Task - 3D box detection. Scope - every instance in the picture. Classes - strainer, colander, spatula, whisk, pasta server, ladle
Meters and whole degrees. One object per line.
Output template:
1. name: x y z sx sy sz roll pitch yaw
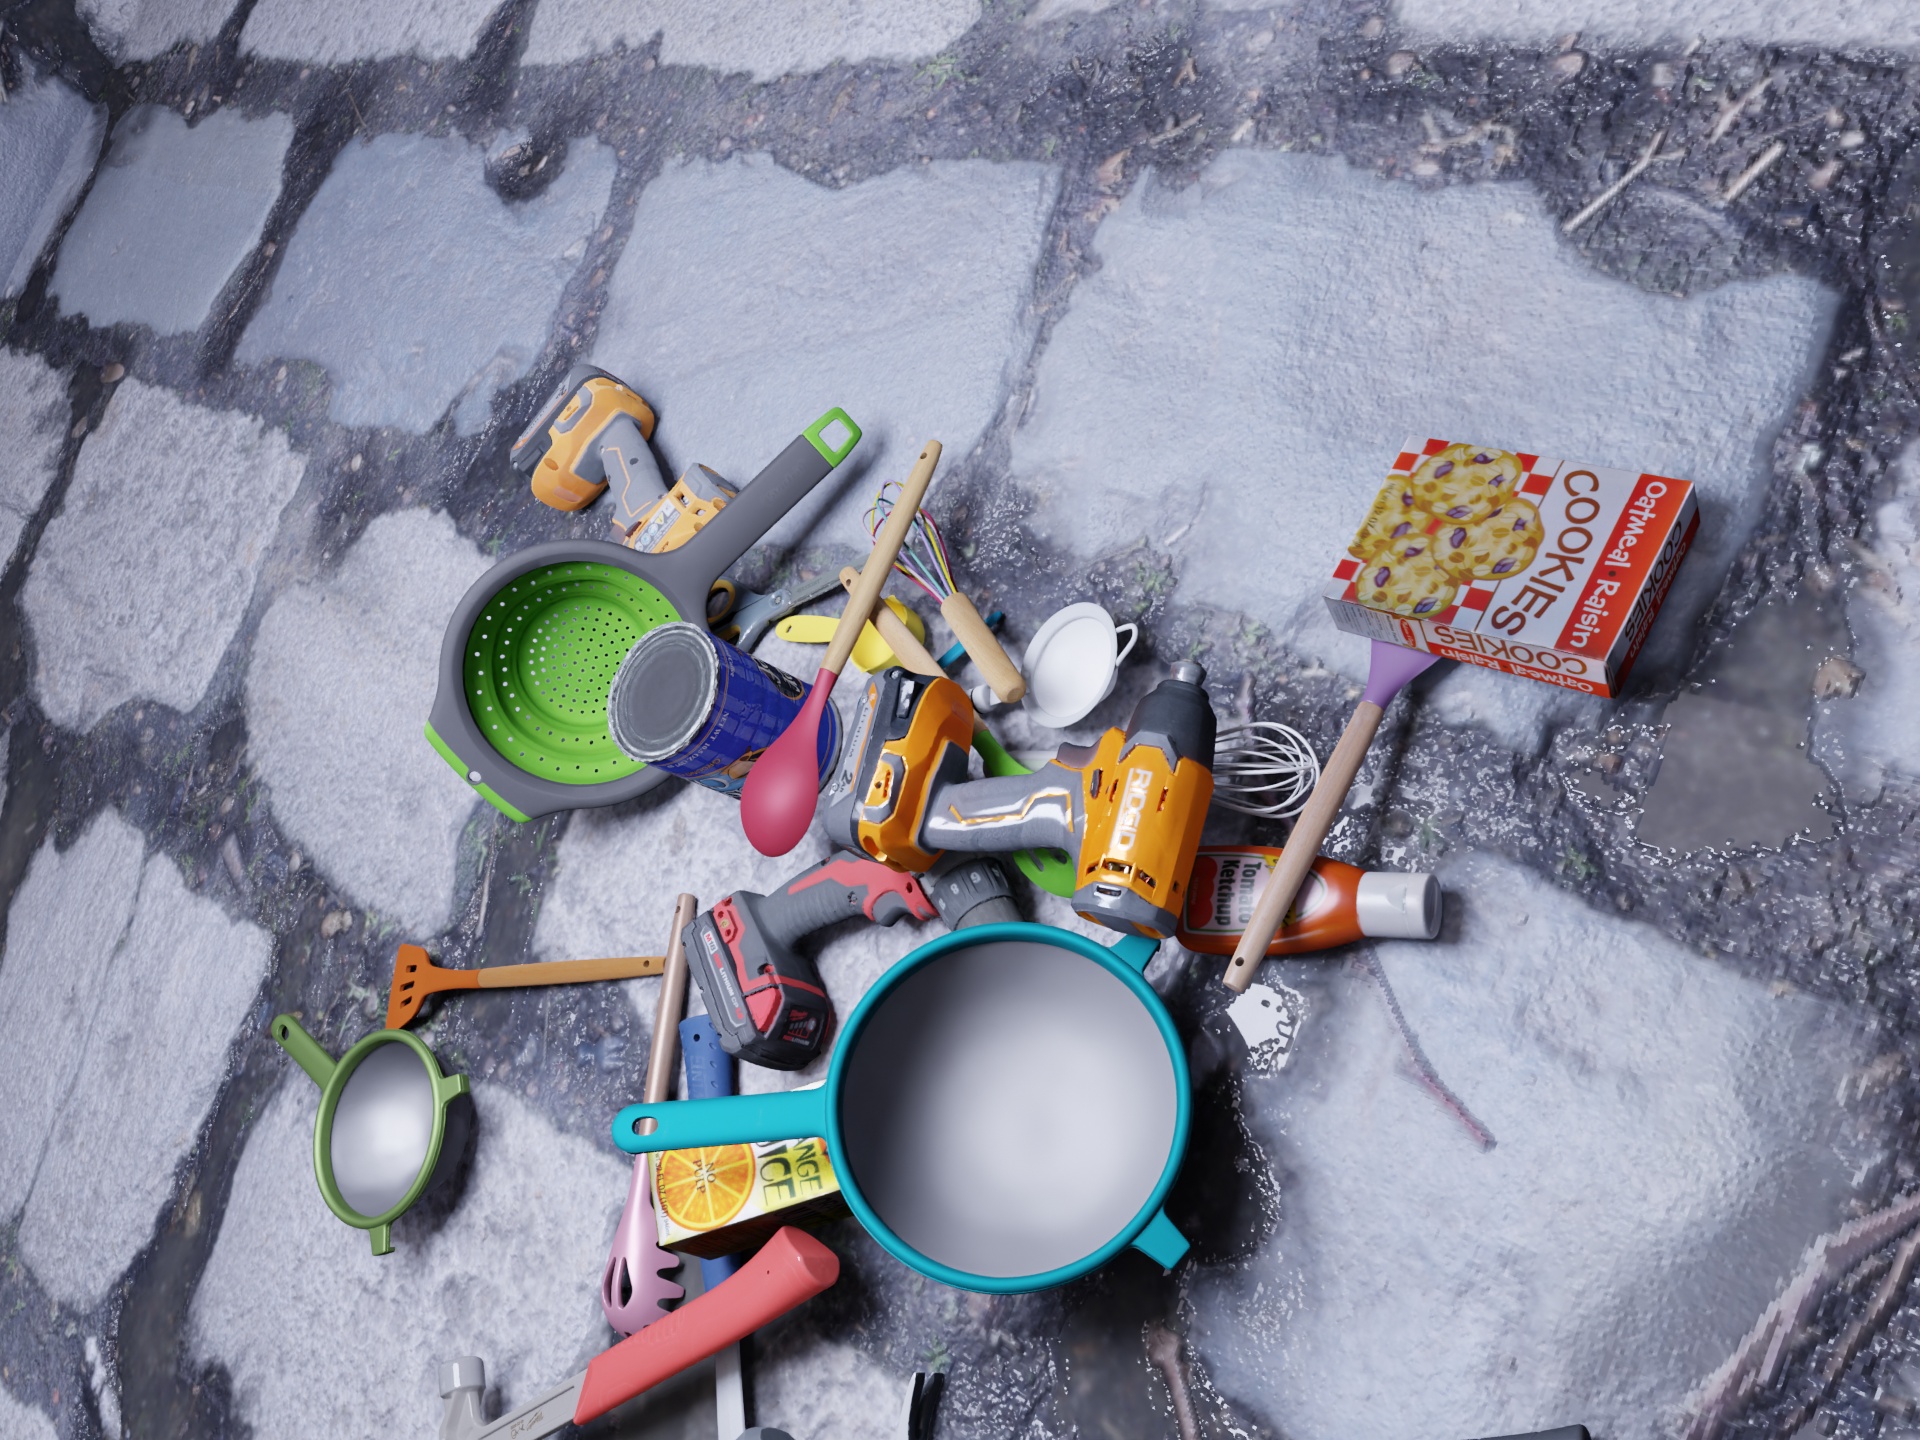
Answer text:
1. strainer: -0.031 0.240 0.945 0.340 0.095 0.211 -7 62 8
2. colander: -0.232 -0.097 1.231 0.397 0.204 0.094 -44 15 -1
3. strainer: 0.024 -0.017 1.083 0.258 0.050 0.087 -17 59 35
4. spatula: 0.227 0.015 0.911 0.060 0.018 0.316 20 72 36
5. whisk: -0.013 -0.090 1.110 0.047 0.051 0.245 -39 47 8
6. whisk: 0.113 0.030 1.001 0.246 0.058 0.059 0 103 39
7. spatula: -0.357 0.206 1.272 0.322 0.041 0.081 -8 68 28
8. pasta server: -0.216 0.280 1.146 0.060 0.040 0.316 -10 63 32
9. ladle: -0.078 -0.056 1.099 0.069 0.031 0.315 14 75 39
10. strainer: -0.472 0.304 1.284 0.257 0.069 0.151 25 90 39

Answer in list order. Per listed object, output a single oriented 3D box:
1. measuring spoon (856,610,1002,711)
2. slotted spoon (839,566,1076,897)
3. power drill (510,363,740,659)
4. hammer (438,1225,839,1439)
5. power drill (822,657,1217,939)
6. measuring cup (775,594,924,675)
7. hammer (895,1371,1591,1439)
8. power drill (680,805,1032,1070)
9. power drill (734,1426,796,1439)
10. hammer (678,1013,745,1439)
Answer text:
1. measuring spoon: -0.025 -0.042 1.122 0.128 0.021 0.042 -40 17 3
2. slotted spoon: -0.002 -0.003 1.063 0.070 0.031 0.314 -54 54 23
3. power drill: -0.293 -0.172 1.338 0.185 0.084 0.226 -49 57 11
4. hammer: -0.216 0.433 1.034 0.359 0.036 0.149 -35 55 23
5. power drill: 0.043 0.030 0.958 0.226 0.084 0.164 9 74 30
6. measuring cup: -0.084 -0.062 1.189 0.157 0.029 0.062 7 72 48
7. hammer: 0.130 0.411 0.852 0.409 0.036 0.149 -19 62 27
8. power drill: -0.062 0.144 1.061 0.226 0.080 0.188 -39 56 13
9. power drill: -0.124 0.551 0.895 0.190 0.080 0.229 -45 52 1
10. hammer: -0.161 0.398 1.055 0.144 0.035 0.406 -22 62 26
